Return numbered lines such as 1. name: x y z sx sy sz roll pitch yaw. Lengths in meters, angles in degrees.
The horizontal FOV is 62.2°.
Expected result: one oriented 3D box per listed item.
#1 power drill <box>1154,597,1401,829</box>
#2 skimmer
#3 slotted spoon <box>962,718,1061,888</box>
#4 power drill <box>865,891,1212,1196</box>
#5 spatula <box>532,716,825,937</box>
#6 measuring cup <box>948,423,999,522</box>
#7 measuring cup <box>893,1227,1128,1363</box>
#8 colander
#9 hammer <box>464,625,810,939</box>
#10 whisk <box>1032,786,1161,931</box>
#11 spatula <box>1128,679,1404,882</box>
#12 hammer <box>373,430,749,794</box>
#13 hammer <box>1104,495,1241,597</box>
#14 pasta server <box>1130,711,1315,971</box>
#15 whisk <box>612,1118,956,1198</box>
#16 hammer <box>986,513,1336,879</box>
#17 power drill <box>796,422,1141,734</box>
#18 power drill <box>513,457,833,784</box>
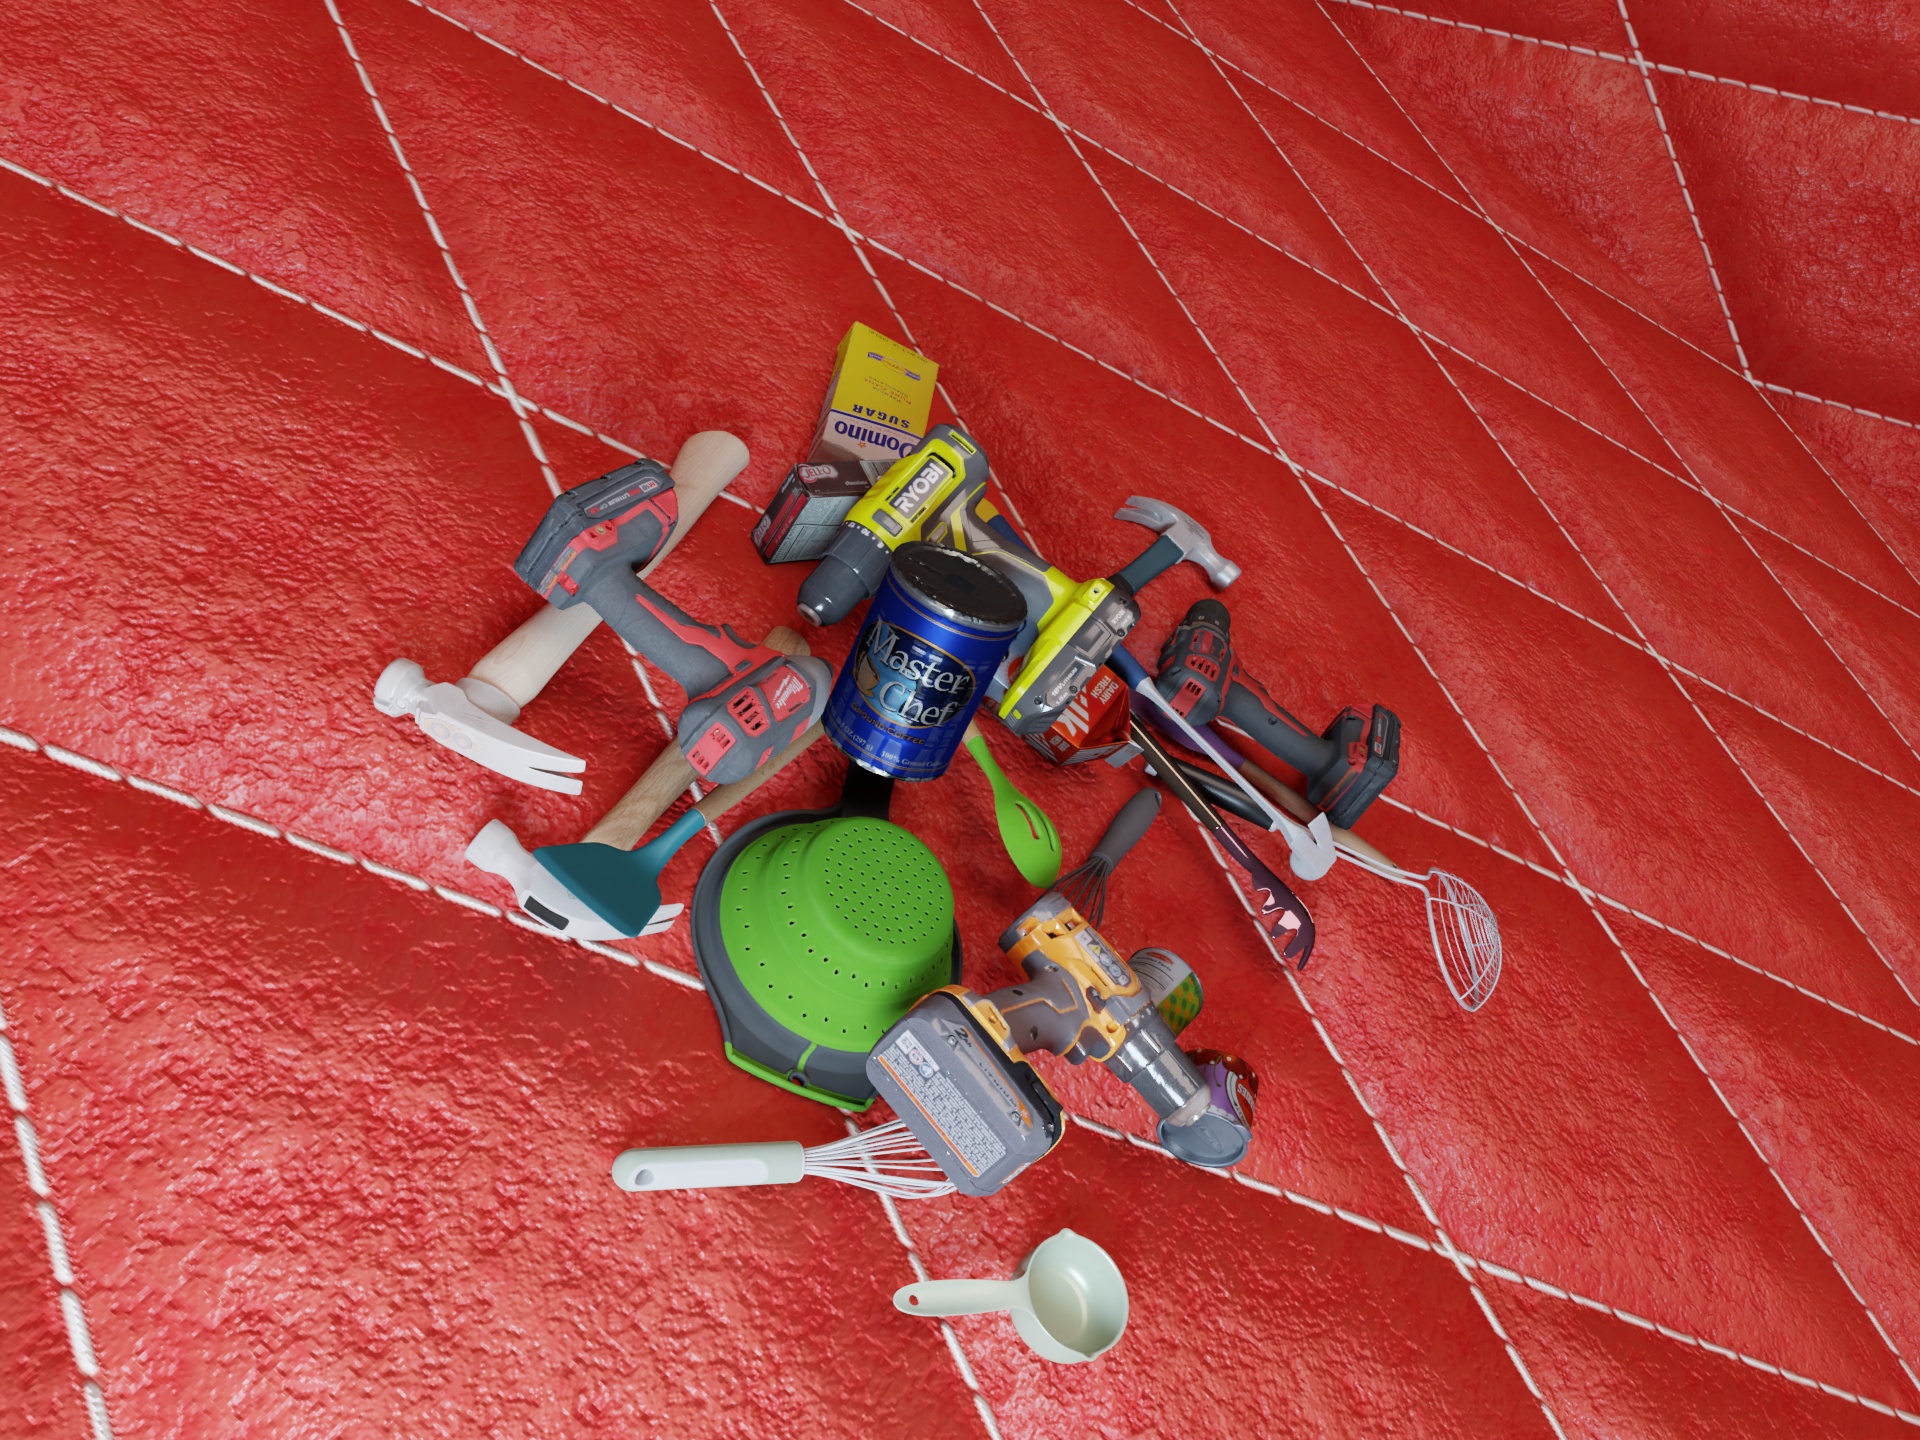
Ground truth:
1. power drill: 0.285 -0.019 1.453 0.226 0.080 0.188 31 33 -2
2. skimmer: 0.316 0.134 1.393 0.363 0.090 0.127 25 37 -1
3. slotted spoon: -0.002 -0.004 1.246 0.070 0.031 0.314 13 39 -54
4. power drill: 0.064 0.224 1.049 0.185 0.084 0.226 49 33 11
5. spatula: -0.158 0.048 1.077 0.082 0.044 0.317 39 41 8
6. measuring cup: 0.004 -0.221 1.461 0.062 0.029 0.157 10 54 -29
7. measuring cup: 0.027 0.367 1.000 0.167 0.038 0.083 9 52 -27
8. colander: -0.060 0.074 1.133 0.204 0.094 0.397 25 46 -16
9. hammer: -0.195 0.032 1.120 0.130 0.031 0.331 38 43 -2
10. whisk: 0.113 0.116 1.258 0.055 0.055 0.239 42 39 2
11. spatula: 0.274 0.053 1.437 0.316 0.018 0.060 35 41 -5
12. hammer: -0.248 -0.103 1.173 0.146 0.038 0.411 25 42 4
13. hammer: 0.144 -0.118 1.474 0.128 0.033 0.331 46 44 5
14. pasta server: 0.193 0.075 1.333 0.316 0.040 0.060 50 4 13
15. whisk: -0.094 0.274 0.986 0.246 0.057 0.059 5 19 -27
16. hammer: 0.160 -0.025 1.321 0.406 0.035 0.144 46 -1 14
17. power drill: 0.005 -0.096 1.230 0.228 0.080 0.190 40 73 3
18. power drill: -0.186 -0.068 1.095 0.219 0.078 0.143 47 38 2
